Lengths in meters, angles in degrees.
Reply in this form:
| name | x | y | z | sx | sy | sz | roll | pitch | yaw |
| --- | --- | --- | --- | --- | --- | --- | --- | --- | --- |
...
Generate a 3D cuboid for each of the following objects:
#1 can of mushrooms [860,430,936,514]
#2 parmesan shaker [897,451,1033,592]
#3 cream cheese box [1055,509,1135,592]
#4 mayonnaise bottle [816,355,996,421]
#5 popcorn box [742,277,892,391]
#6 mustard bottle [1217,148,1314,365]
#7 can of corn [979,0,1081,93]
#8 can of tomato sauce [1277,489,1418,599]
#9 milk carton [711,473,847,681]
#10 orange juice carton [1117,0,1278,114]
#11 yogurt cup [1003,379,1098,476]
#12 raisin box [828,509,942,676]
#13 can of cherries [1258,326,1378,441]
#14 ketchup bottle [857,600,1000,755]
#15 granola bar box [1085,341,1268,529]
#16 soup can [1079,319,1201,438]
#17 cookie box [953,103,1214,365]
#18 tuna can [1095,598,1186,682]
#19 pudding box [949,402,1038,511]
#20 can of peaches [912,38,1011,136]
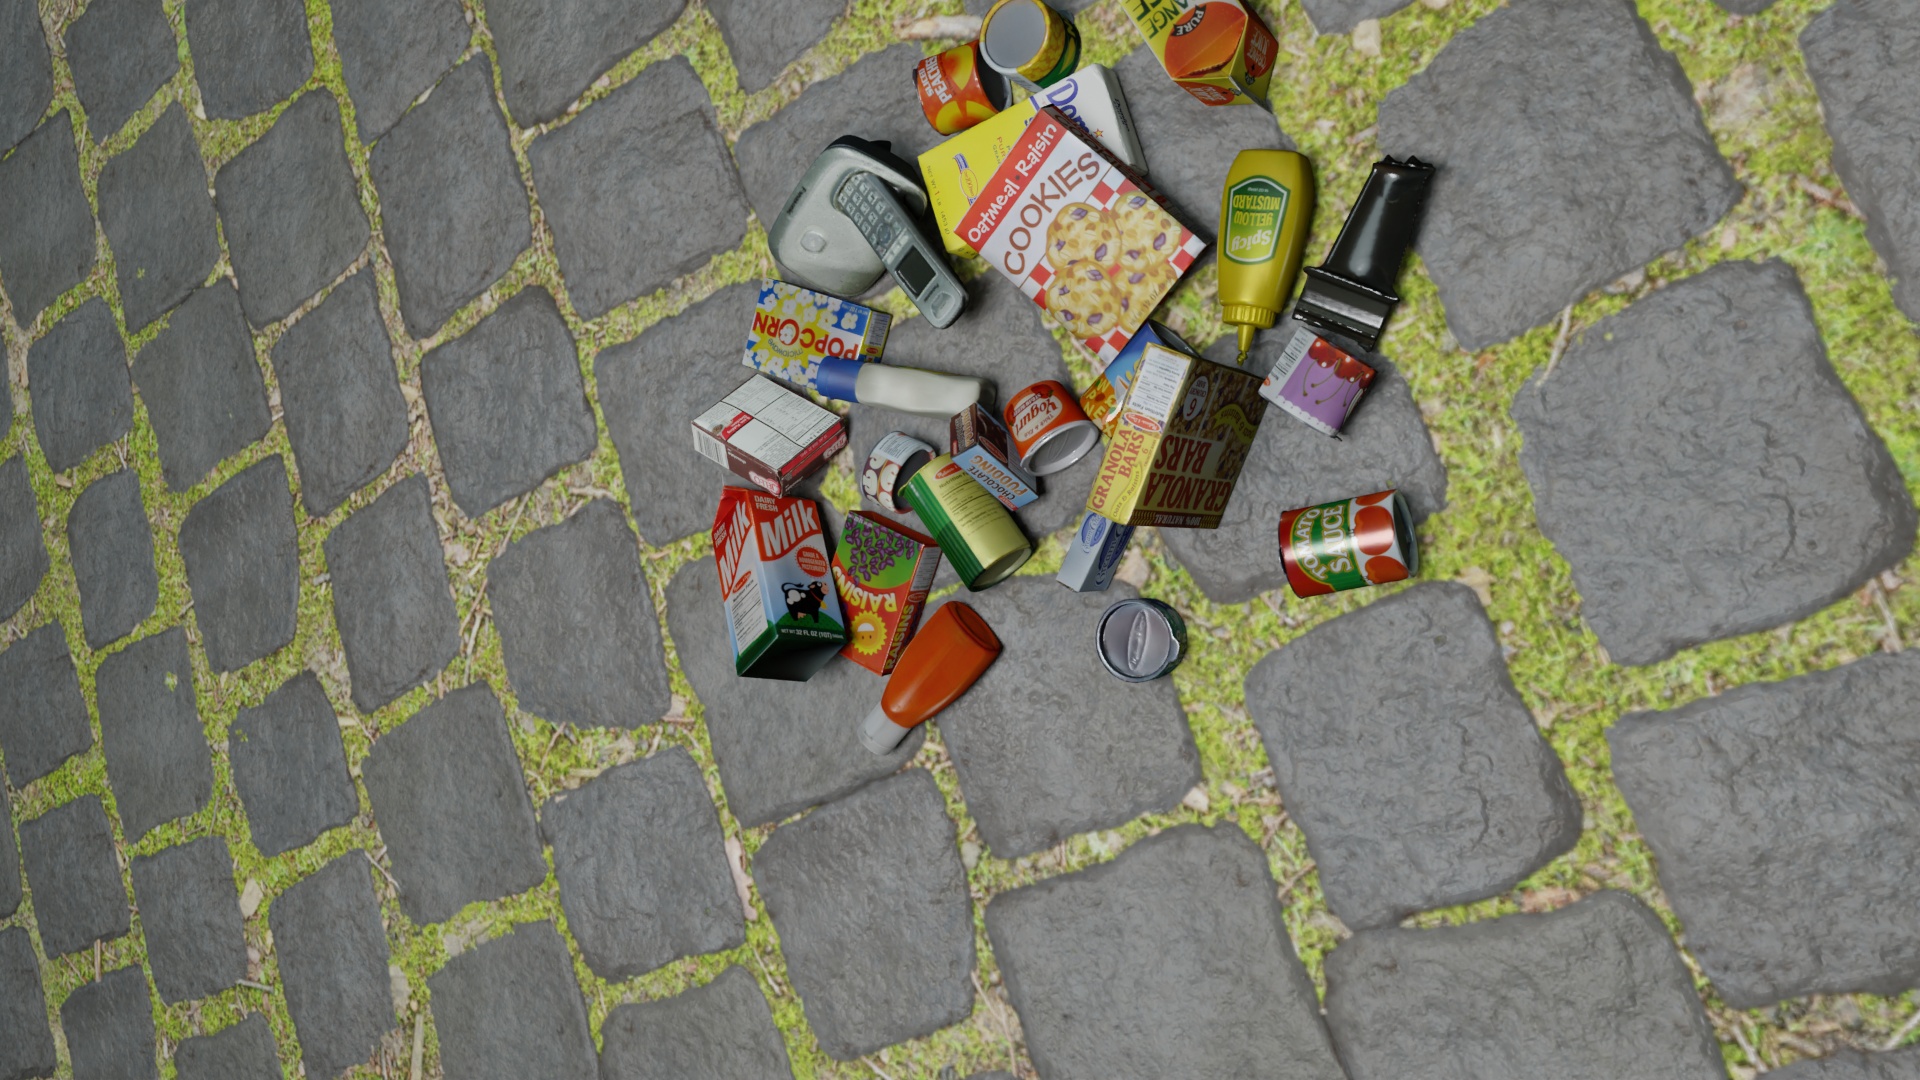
| name | x | y | z | sx | sy | sz | roll | pitch | yaw |
| --- | --- | --- | --- | --- | --- | --- | --- | --- | --- |
| can of mushrooms | -0.052 | -0.056 | 1.195 | 0.033 | 0.071 | 0.071 | 26 | 103 | 27 |
| parmesan shaker | 0.004 | -0.015 | 1.158 | 0.071 | 0.071 | 0.103 | -42 | 71 | 23 |
| cream cheese box | 0.116 | -0.009 | 1.103 | 0.024 | 0.053 | 0.103 | 31 | 105 | 29 |
| mayonnaise bottle | -0.048 | -0.129 | 1.177 | 0.148 | 0.065 | 0.041 | 11 | 95 | 16 |
| popcorn box | -0.130 | -0.181 | 1.255 | 0.127 | 0.038 | 0.085 | 21 | 101 | 28 |
| mustard bottle | 0.224 | -0.211 | 1.045 | 0.065 | 0.049 | 0.160 | 10 | 94 | 31 |
| can of corn | 0.058 | -0.409 | 1.137 | 0.071 | 0.058 | 0.071 | 0 | 90 | 30 |
| can of tomato sauce | 0.279 | 0.002 | 1.000 | 0.083 | 0.071 | 0.071 | -13 | 84 | 29 |
| milk carton | -0.165 | 0.023 | 1.227 | 0.073 | 0.072 | 0.191 | -44 | 51 | 39 |
| orange juice carton | 0.175 | -0.406 | 1.062 | 0.073 | 0.072 | 0.193 | -37 | 72 | 25 |
| yogurt cup | 0.071 | -0.093 | 1.126 | 0.072 | 0.072 | 0.054 | -40 | 63 | 24 |
| raisin box | -0.074 | 0.045 | 1.221 | 0.086 | 0.040 | 0.123 | 24 | 102 | 27 |
| can of cherries | 0.263 | -0.115 | 1.014 | 0.071 | 0.071 | 0.058 | 38 | 107 | 25 |
| ketchup bottle | -0.033 | 0.123 | 1.194 | 0.065 | 0.043 | 0.148 | 49 | 112 | 22 |
| granola bar box | 0.163 | -0.072 | 1.013 | 0.039 | 0.166 | 0.124 | 26 | 103 | 30 |
| soup can | 0.144 | -0.118 | 1.079 | 0.083 | 0.071 | 0.071 | -48 | 68 | 21 |
| cookie box | 0.095 | -0.240 | 1.092 | 0.167 | 0.040 | 0.122 | 41 | 117 | 4 |
| tuna can | 0.145 | 0.079 | 1.098 | 0.071 | 0.033 | 0.071 | 0 | 90 | 30 |
| pudding box | 0.028 | -0.068 | 1.131 | 0.030 | 0.083 | 0.050 | -29 | 42 | 27 |
| can of peaches | 0.002 | -0.380 | 1.162 | 0.058 | 0.071 | 0.071 | -10 | 85 | 29 |
